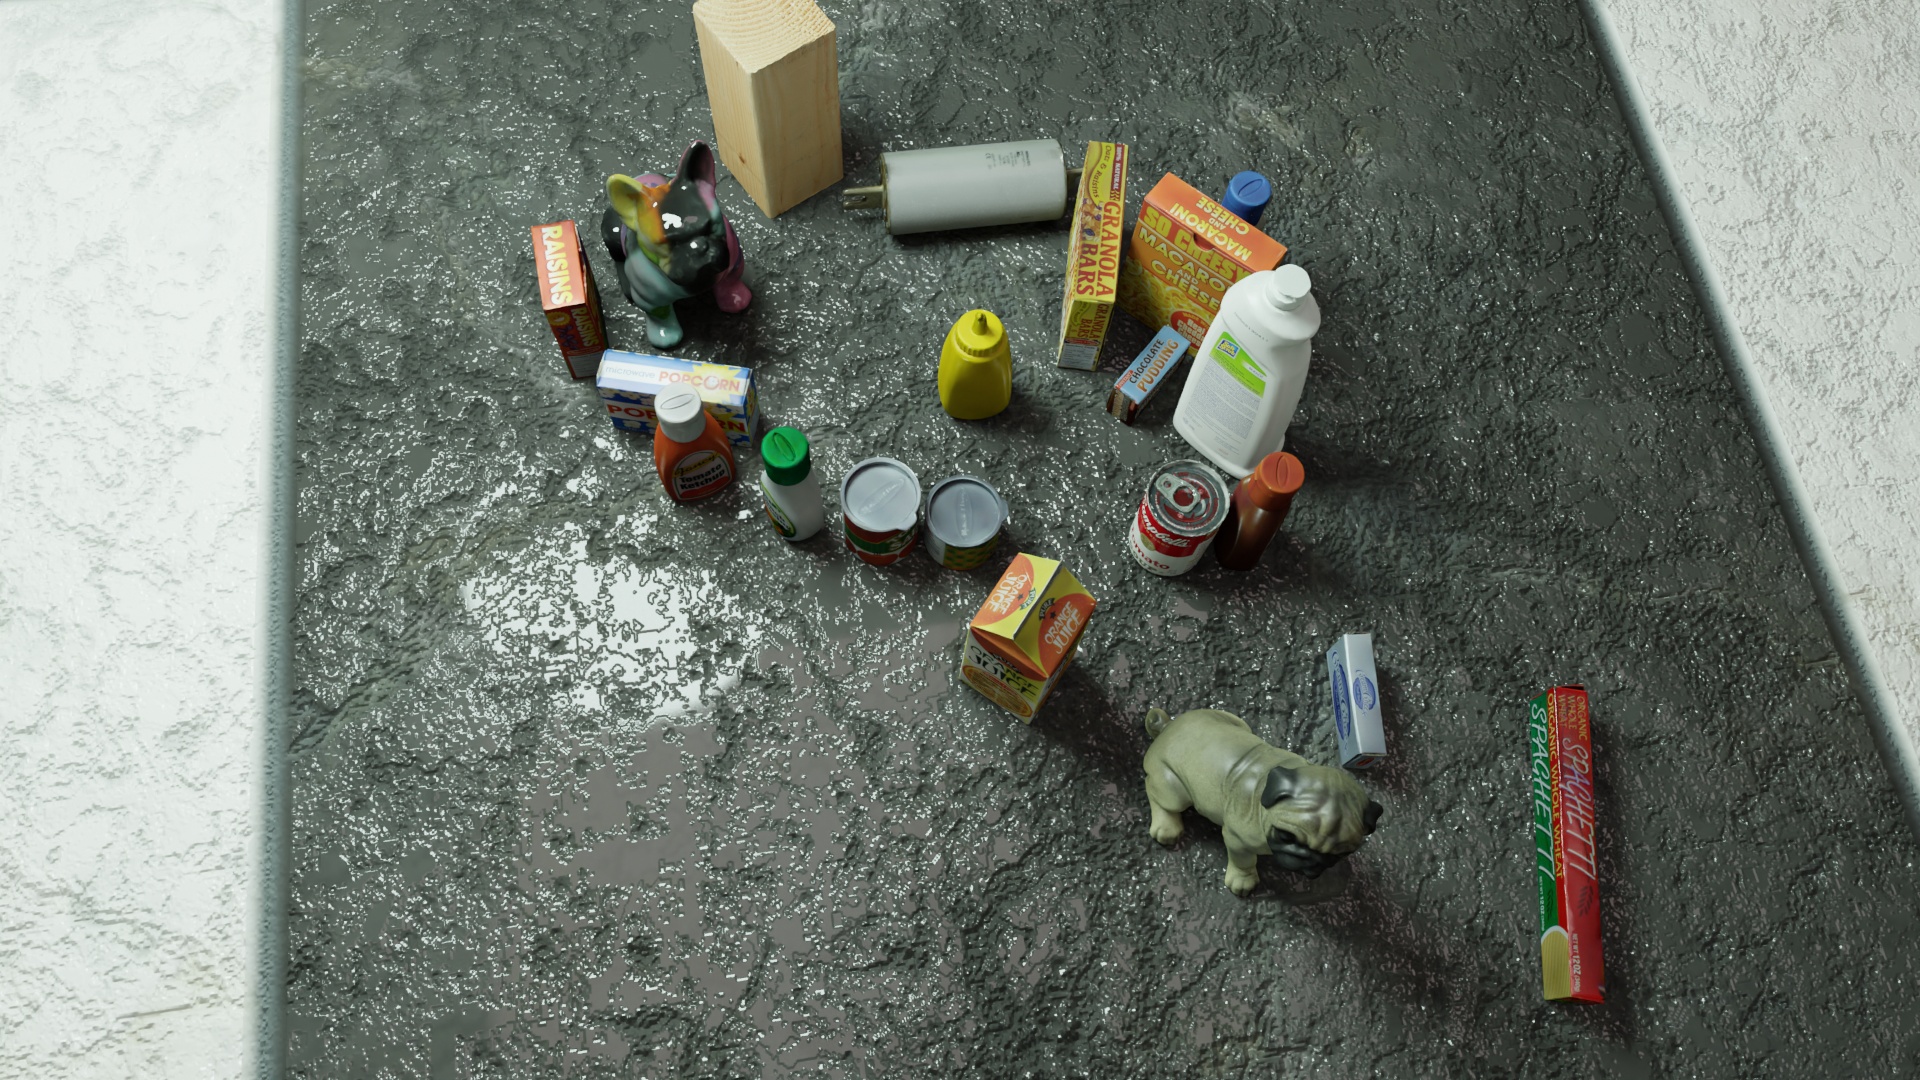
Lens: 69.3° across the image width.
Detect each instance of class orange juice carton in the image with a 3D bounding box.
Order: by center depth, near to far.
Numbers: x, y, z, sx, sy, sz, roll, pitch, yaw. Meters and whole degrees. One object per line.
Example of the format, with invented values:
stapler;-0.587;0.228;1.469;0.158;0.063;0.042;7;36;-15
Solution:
orange juice carton;0.051;0.074;1.079;0.073;0.192;0.072;32;70;9

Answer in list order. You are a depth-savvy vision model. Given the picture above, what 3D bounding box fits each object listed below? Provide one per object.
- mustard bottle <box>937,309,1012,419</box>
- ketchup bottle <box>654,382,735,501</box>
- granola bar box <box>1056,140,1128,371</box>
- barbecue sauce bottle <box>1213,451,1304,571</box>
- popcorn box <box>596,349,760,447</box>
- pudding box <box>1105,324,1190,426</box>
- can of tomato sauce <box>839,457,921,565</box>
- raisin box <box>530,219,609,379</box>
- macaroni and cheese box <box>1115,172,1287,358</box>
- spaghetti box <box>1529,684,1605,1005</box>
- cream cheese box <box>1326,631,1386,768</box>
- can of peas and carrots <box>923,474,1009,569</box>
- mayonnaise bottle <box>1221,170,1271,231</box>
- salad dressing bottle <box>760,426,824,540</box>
mustard bottle;0.015;-0.156;1.186;0.065;0.159;0.049;-4;69;-5
ketchup bottle;-0.225;-0.082;1.149;0.065;0.148;0.043;-22;71;-11
granola bar box;0.119;-0.254;1.251;0.039;0.123;0.166;7;68;0
barbecue sauce bottle;0.247;-0.027;1.155;0.044;0.148;0.065;8;68;0
popcorn box;-0.242;-0.122;1.198;0.127;0.085;0.038;8;68;0
pudding box;0.169;-0.149;1.252;0.030;0.049;0.084;37;71;11
can of tomato sauce;-0.066;-0.022;1.169;0.071;0.082;0.071;1;68;-3
raisin box;-0.336;-0.207;1.206;0.040;0.123;0.086;-11;70;-7
macaroni and cheese box;0.206;-0.231;1.224;0.124;0.165;0.040;36;71;11
spaghetti box;0.486;0.240;1.114;0.029;0.050;0.251;7;68;-1
cream cheese box;0.326;0.132;1.146;0.024;0.053;0.104;0;68;-3
can of peas and carrots;0.004;-0.015;1.184;0.071;0.058;0.071;1;68;-3
mayonnaise bottle;0.244;-0.274;1.254;0.065;0.147;0.041;-35;74;-15
salad dressing bottle;-0.140;-0.047;1.140;0.044;0.147;0.064;-32;74;-14
